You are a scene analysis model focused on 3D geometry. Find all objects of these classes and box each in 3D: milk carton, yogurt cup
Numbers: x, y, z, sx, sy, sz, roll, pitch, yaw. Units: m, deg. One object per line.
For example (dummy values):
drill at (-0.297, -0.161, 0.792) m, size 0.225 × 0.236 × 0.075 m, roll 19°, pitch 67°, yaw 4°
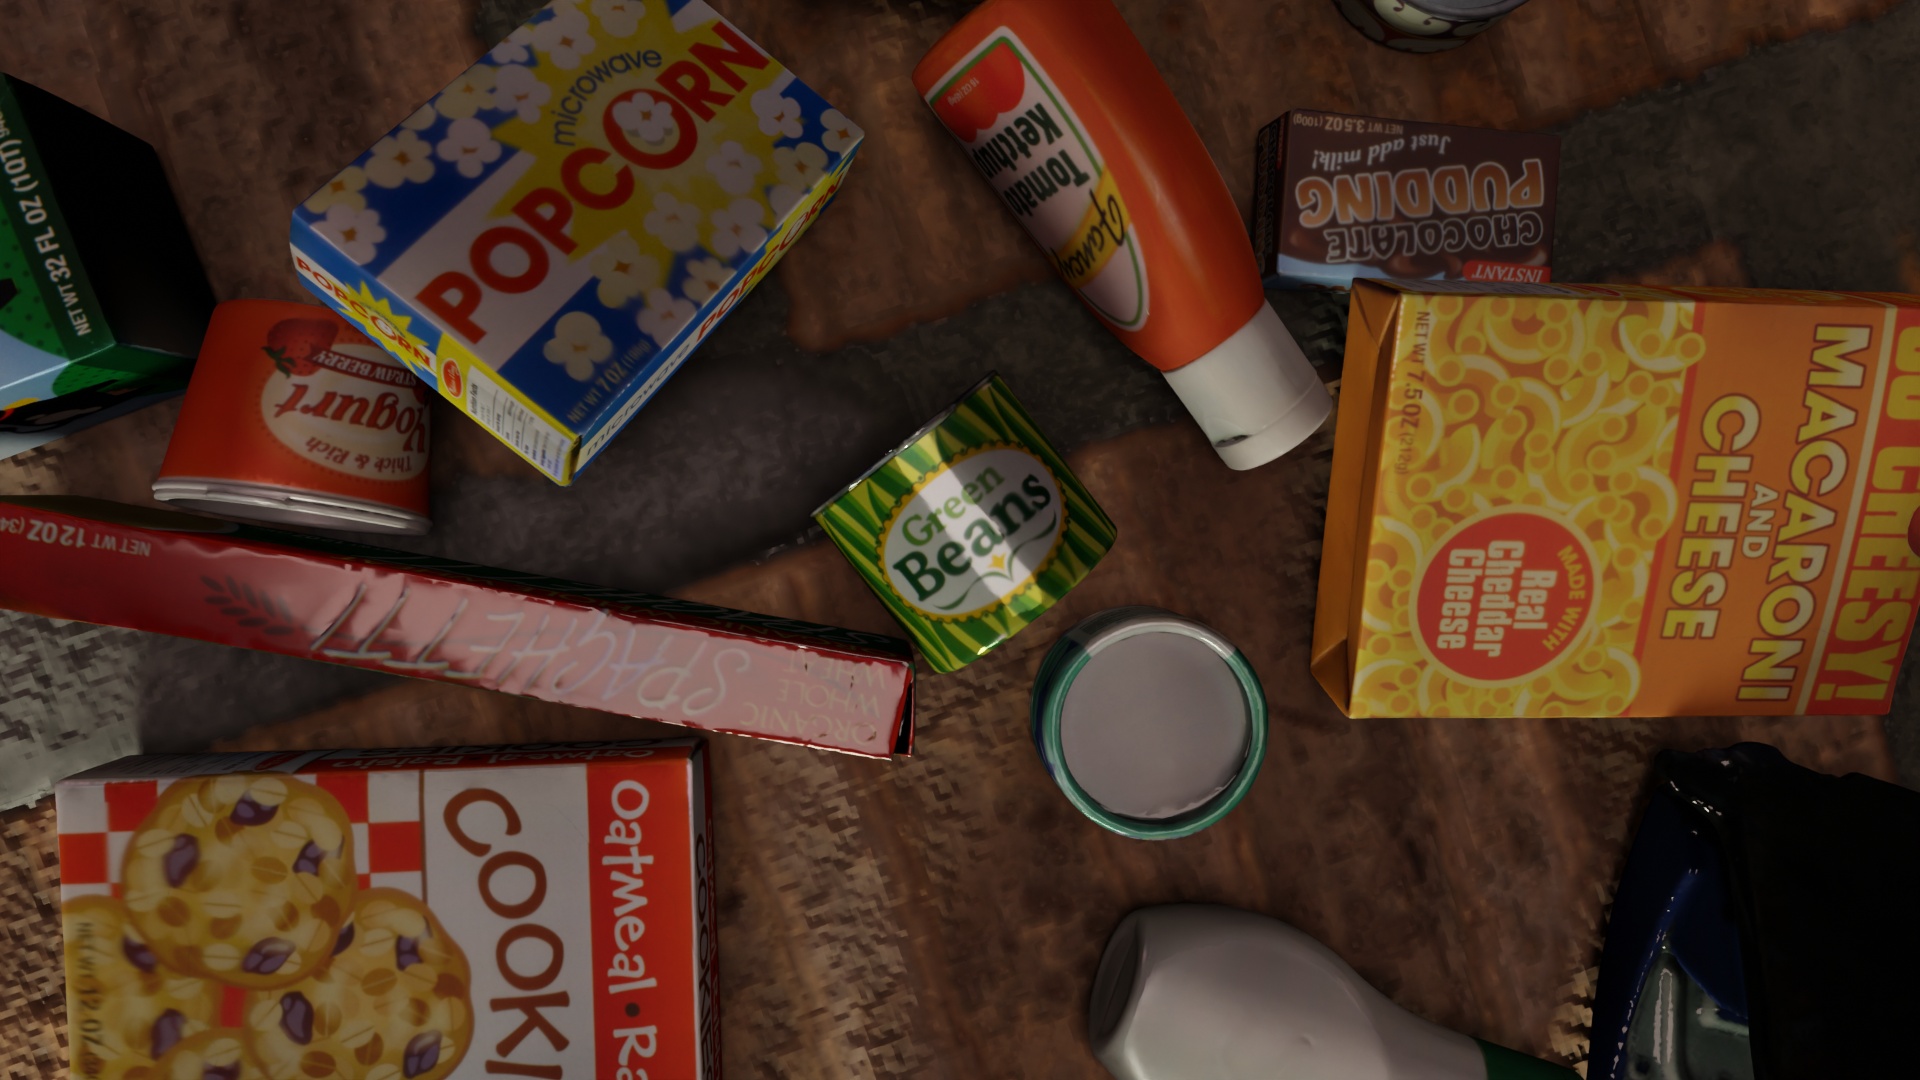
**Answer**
milk carton at (-0.303, -0.046, 0.357) m, size 0.191 × 0.073 × 0.072 m, roll -20°, pitch 93°, yaw -4°
yogurt cup at (-0.175, -0.032, 0.374) m, size 0.072 × 0.072 × 0.054 m, roll 6°, pitch 83°, yaw -5°

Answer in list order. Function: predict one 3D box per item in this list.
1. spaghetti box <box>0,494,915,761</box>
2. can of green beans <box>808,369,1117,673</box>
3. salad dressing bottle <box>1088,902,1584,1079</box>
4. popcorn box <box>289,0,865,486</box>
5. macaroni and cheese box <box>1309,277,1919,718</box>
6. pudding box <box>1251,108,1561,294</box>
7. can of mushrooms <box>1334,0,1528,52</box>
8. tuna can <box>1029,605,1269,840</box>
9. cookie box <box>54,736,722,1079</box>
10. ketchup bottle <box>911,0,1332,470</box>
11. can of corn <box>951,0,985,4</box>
spaghetti box at (-0.135, 0.023, 0.384) m, size 0.250 × 0.050 × 0.028 m, roll 10°, pitch 92°, yaw -5°
can of green beans at (0.001, -0.005, 0.387) m, size 0.071 × 0.071 × 0.058 m, roll -38°, pitch 94°, yaw -3°
salad dressing bottle at (0.113, 0.154, 0.412) m, size 0.148 × 0.044 × 0.064 m, roll 20°, pitch 88°, yaw -6°
popcorn box at (-0.096, -0.088, 0.366) m, size 0.085 × 0.038 × 0.127 m, roll 38°, pitch 62°, yaw -4°
macaroni and cheese box at (0.194, -0.011, 0.402) m, size 0.167 × 0.040 × 0.123 m, roll 0°, pitch 107°, yaw -4°
pudding box at (0.131, -0.097, 0.414) m, size 0.084 × 0.030 × 0.049 m, roll 4°, pitch 92°, yaw -5°
can of mushrooms at (0.145, -0.181, 0.412) m, size 0.071 × 0.033 × 0.071 m, roll 0°, pitch 91°, yaw -5°
tuna can at (0.055, 0.055, 0.409) m, size 0.071 × 0.033 × 0.071 m, roll 0°, pitch 91°, yaw -5°
cookie box at (-0.154, 0.121, 0.390) m, size 0.167 × 0.040 × 0.123 m, roll -2°, pitch 92°, yaw -4°
ketchup bottle at (0.051, -0.088, 0.394) m, size 0.044 × 0.064 × 0.148 m, roll -44°, pitch 104°, yaw -24°
can of corn at (-0.018, -0.185, 0.379) m, size 0.058 × 0.071 × 0.071 m, roll 5°, pitch 91°, yaw -6°
